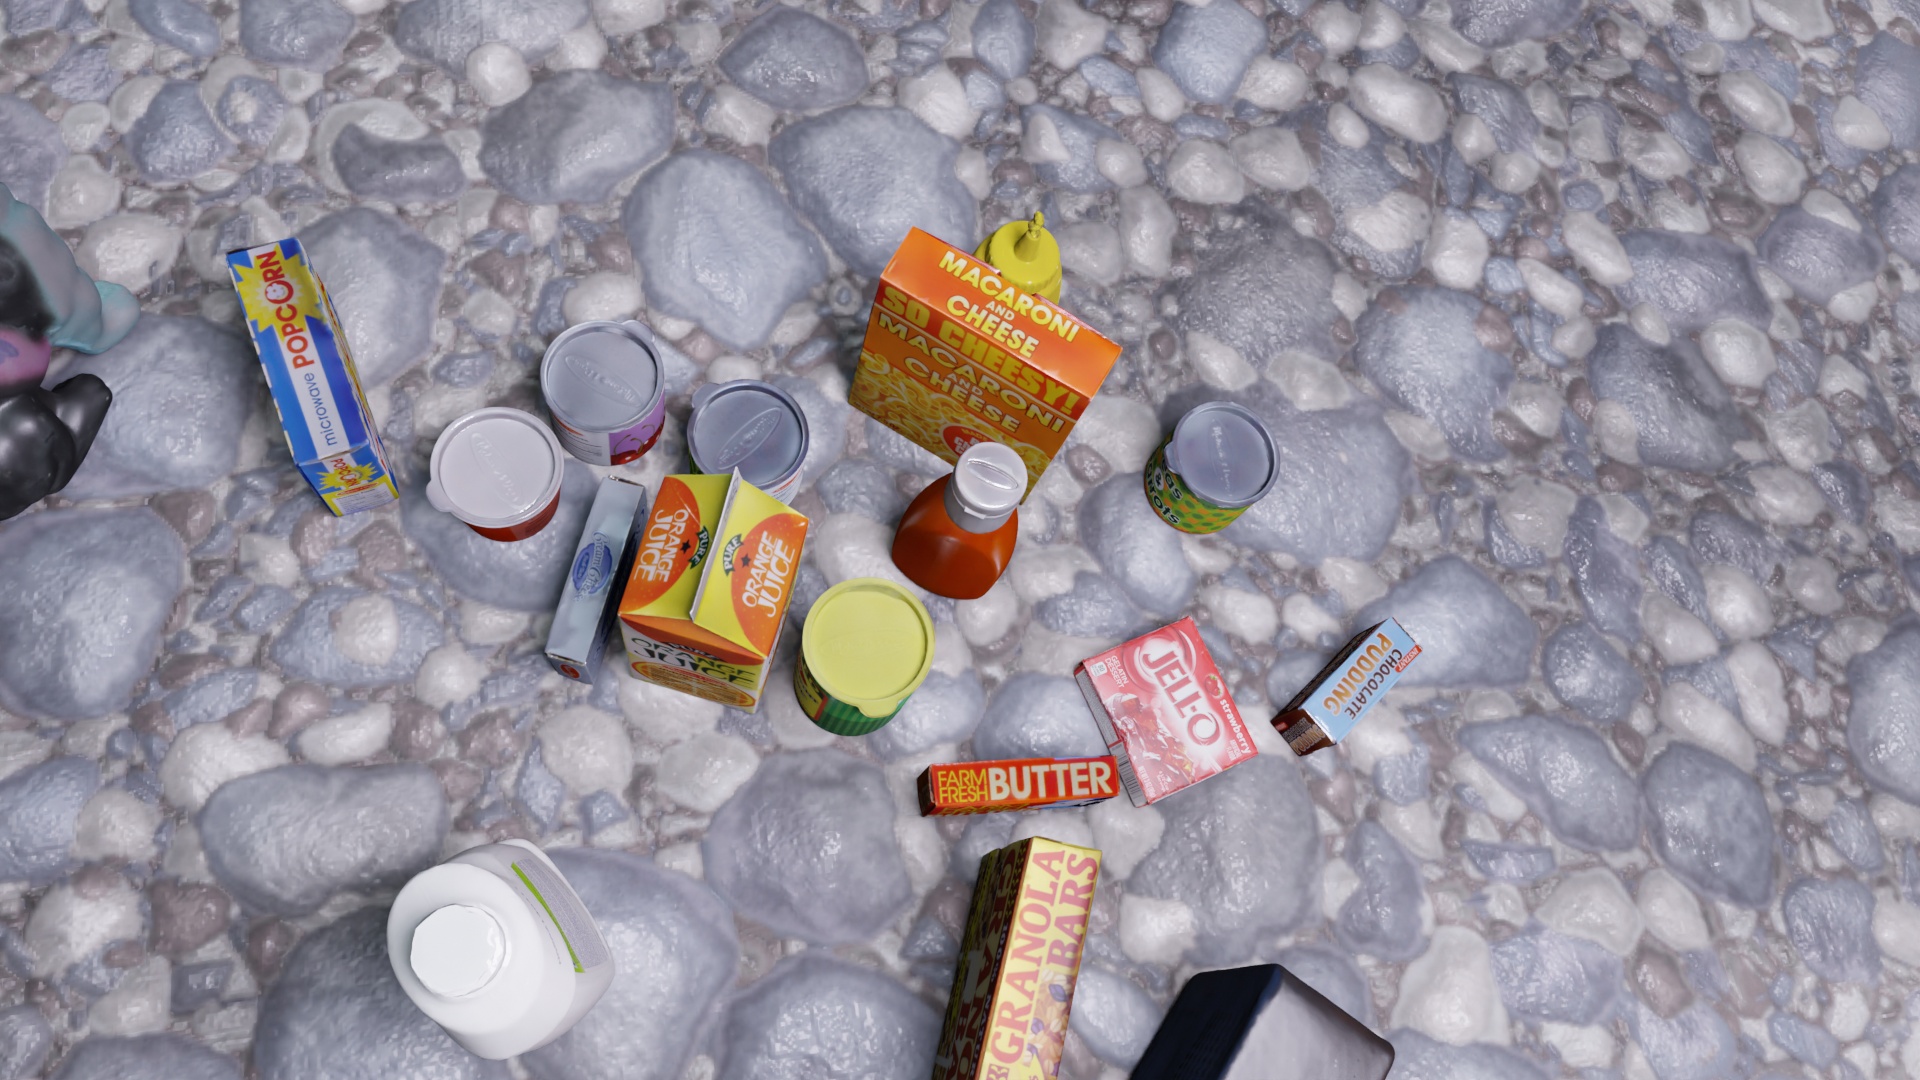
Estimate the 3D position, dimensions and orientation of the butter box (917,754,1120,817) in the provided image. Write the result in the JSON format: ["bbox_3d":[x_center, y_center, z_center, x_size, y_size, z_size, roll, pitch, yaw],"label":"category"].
[{"bbox_3d":[0.030,0.133,0.755,0.104,0.053,0.024,-1,73,-11],"label":"butter box"}]

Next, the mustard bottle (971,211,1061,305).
[{"bbox_3d":[0.025,-0.138,0.784,0.065,0.159,0.049,-22,78,-16],"label":"mustard bottle"}]

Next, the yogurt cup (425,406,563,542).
[{"bbox_3d":[-0.249,-0.032,0.756,0.072,0.053,0.072,3,72,-9],"label":"yogurt cup"}]

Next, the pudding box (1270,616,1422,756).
[{"bbox_3d":[0.225,0.086,0.808,0.084,0.049,0.030,-40,83,-19],"label":"pudding box"}]

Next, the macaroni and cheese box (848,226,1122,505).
[{"bbox_3d":[0.007,-0.090,0.762,0.124,0.166,0.040,30,70,0],"label":"macaroni and cheese box"}]

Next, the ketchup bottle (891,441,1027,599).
[{"bbox_3d":[0.003,-0.009,0.745,0.065,0.148,0.044,24,70,-2],"label":"ketchup bottle"}]

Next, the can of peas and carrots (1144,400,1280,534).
[{"bbox_3d":[0.147,-0.042,0.830,0.071,0.058,0.071,3,72,-9],"label":"can of peas and carrots"}]

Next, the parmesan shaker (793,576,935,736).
[{"bbox_3d":[-0.054,0.067,0.734,0.071,0.102,0.071,3,72,-9],"label":"parmesan shaker"}]

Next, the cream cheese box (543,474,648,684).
[{"bbox_3d":[-0.195,0.022,0.749,0.024,0.053,0.104,15,70,-5],"label":"cream cheese box"}]

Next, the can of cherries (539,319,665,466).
[{"bbox_3d":[-0.197,-0.083,0.779,0.071,0.058,0.071,3,72,-9],"label":"can of cherries"}]

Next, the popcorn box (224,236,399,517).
[{"bbox_3d":[-0.343,-0.085,0.739,0.038,0.085,0.127,-21,77,-16],"label":"popcorn box"}]

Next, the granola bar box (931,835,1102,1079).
[{"bbox_3d":[0.020,0.234,0.683,0.039,0.123,0.166,16,71,-5],"label":"granola bar box"}]

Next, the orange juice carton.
[{"bbox_3d":[-0.122,0.027,0.687,0.073,0.192,0.072,17,71,-5],"label":"orange juice carton"}]

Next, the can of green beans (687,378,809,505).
[{"bbox_3d":[-0.120,-0.050,0.783,0.071,0.057,0.071,3,72,-9],"label":"can of green beans"}]
